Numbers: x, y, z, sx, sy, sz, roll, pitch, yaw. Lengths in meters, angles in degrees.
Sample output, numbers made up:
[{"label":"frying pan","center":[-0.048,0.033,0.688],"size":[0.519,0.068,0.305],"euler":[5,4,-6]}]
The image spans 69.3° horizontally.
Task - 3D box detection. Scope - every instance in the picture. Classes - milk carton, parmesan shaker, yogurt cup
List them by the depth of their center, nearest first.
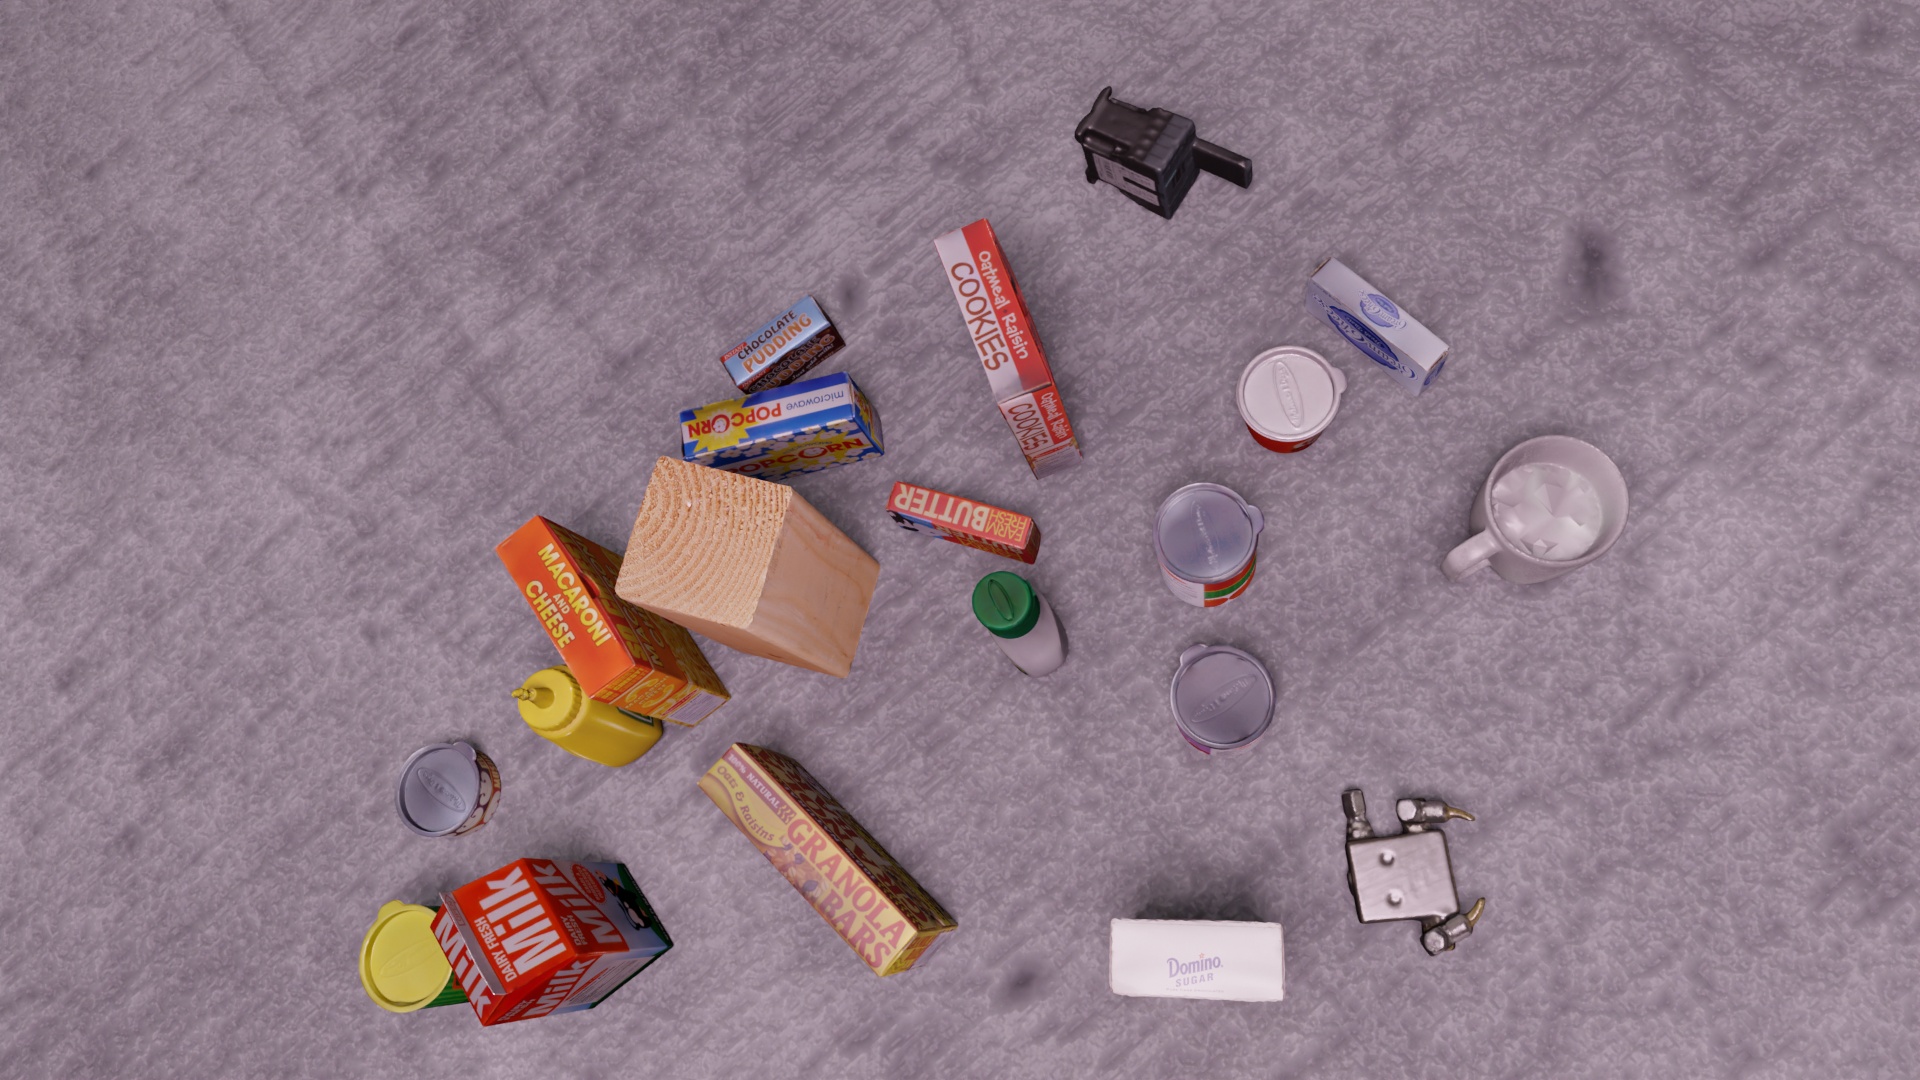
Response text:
[{"label":"milk carton","center":[-0.263,0.252,0.878],"size":[0.073,0.190,0.072],"euler":[-38,72,0]},{"label":"parmesan shaker","center":[-0.345,0.276,0.934],"size":[0.071,0.103,0.071],"euler":[-3,76,11]},{"label":"yogurt cup","center":[0.222,-0.093,0.945],"size":[0.072,0.054,0.072],"euler":[-3,75,10]}]

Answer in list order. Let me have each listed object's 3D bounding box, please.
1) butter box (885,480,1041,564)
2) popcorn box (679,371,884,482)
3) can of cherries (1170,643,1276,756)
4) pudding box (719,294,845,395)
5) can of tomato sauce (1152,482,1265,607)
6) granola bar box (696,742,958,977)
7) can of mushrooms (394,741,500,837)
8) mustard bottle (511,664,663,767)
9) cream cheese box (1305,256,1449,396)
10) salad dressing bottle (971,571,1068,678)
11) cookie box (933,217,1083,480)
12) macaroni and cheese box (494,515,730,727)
[{"label":"butter box","center":[0.003,-0.012,0.967],"size":[0.103,0.053,0.024],"euler":[16,80,14]},{"label":"popcorn box","center":[-0.126,-0.076,0.992],"size":[0.127,0.085,0.038],"euler":[-13,74,8]},{"label":"can of cherries","center":[0.170,0.103,0.902],"size":[0.071,0.058,0.071],"euler":[-3,75,10]},{"label":"pudding box","center":[-0.131,-0.141,1.029],"size":[0.084,0.049,0.030],"euler":[-34,72,1]},{"label":"can of tomato sauce","center":[0.164,0.004,0.916],"size":[0.071,0.083,0.071],"euler":[-3,76,10]},{"label":"granola bar box","center":[-0.082,0.203,0.891],"size":[0.166,0.124,0.039],"euler":[42,87,18]},{"label":"can of mushrooms","center":[-0.367,0.178,1.000],"size":[0.071,0.033,0.071],"euler":[-3,75,10]},{"label":"mustard bottle","center":[-0.253,0.113,0.929],"size":[0.049,0.160,0.065],"euler":[-39,72,0]},{"label":"cream cheese box","center":[0.283,-0.145,0.948],"size":[0.024,0.053,0.104],"euler":[-46,72,-2]},{"label":"salad dressing bottle","center":[0.038,0.052,0.895],"size":[0.044,0.147,0.064],"euler":[-28,73,3]},{"label":"cookie box","center":[0.036,-0.123,0.930],"size":[0.040,0.167,0.123],"euler":[-22,73,5]},{"label":"macaroni and cheese box","center":[-0.229,0.058,0.935],"size":[0.040,0.166,0.124],"euler":[-38,72,0]}]
